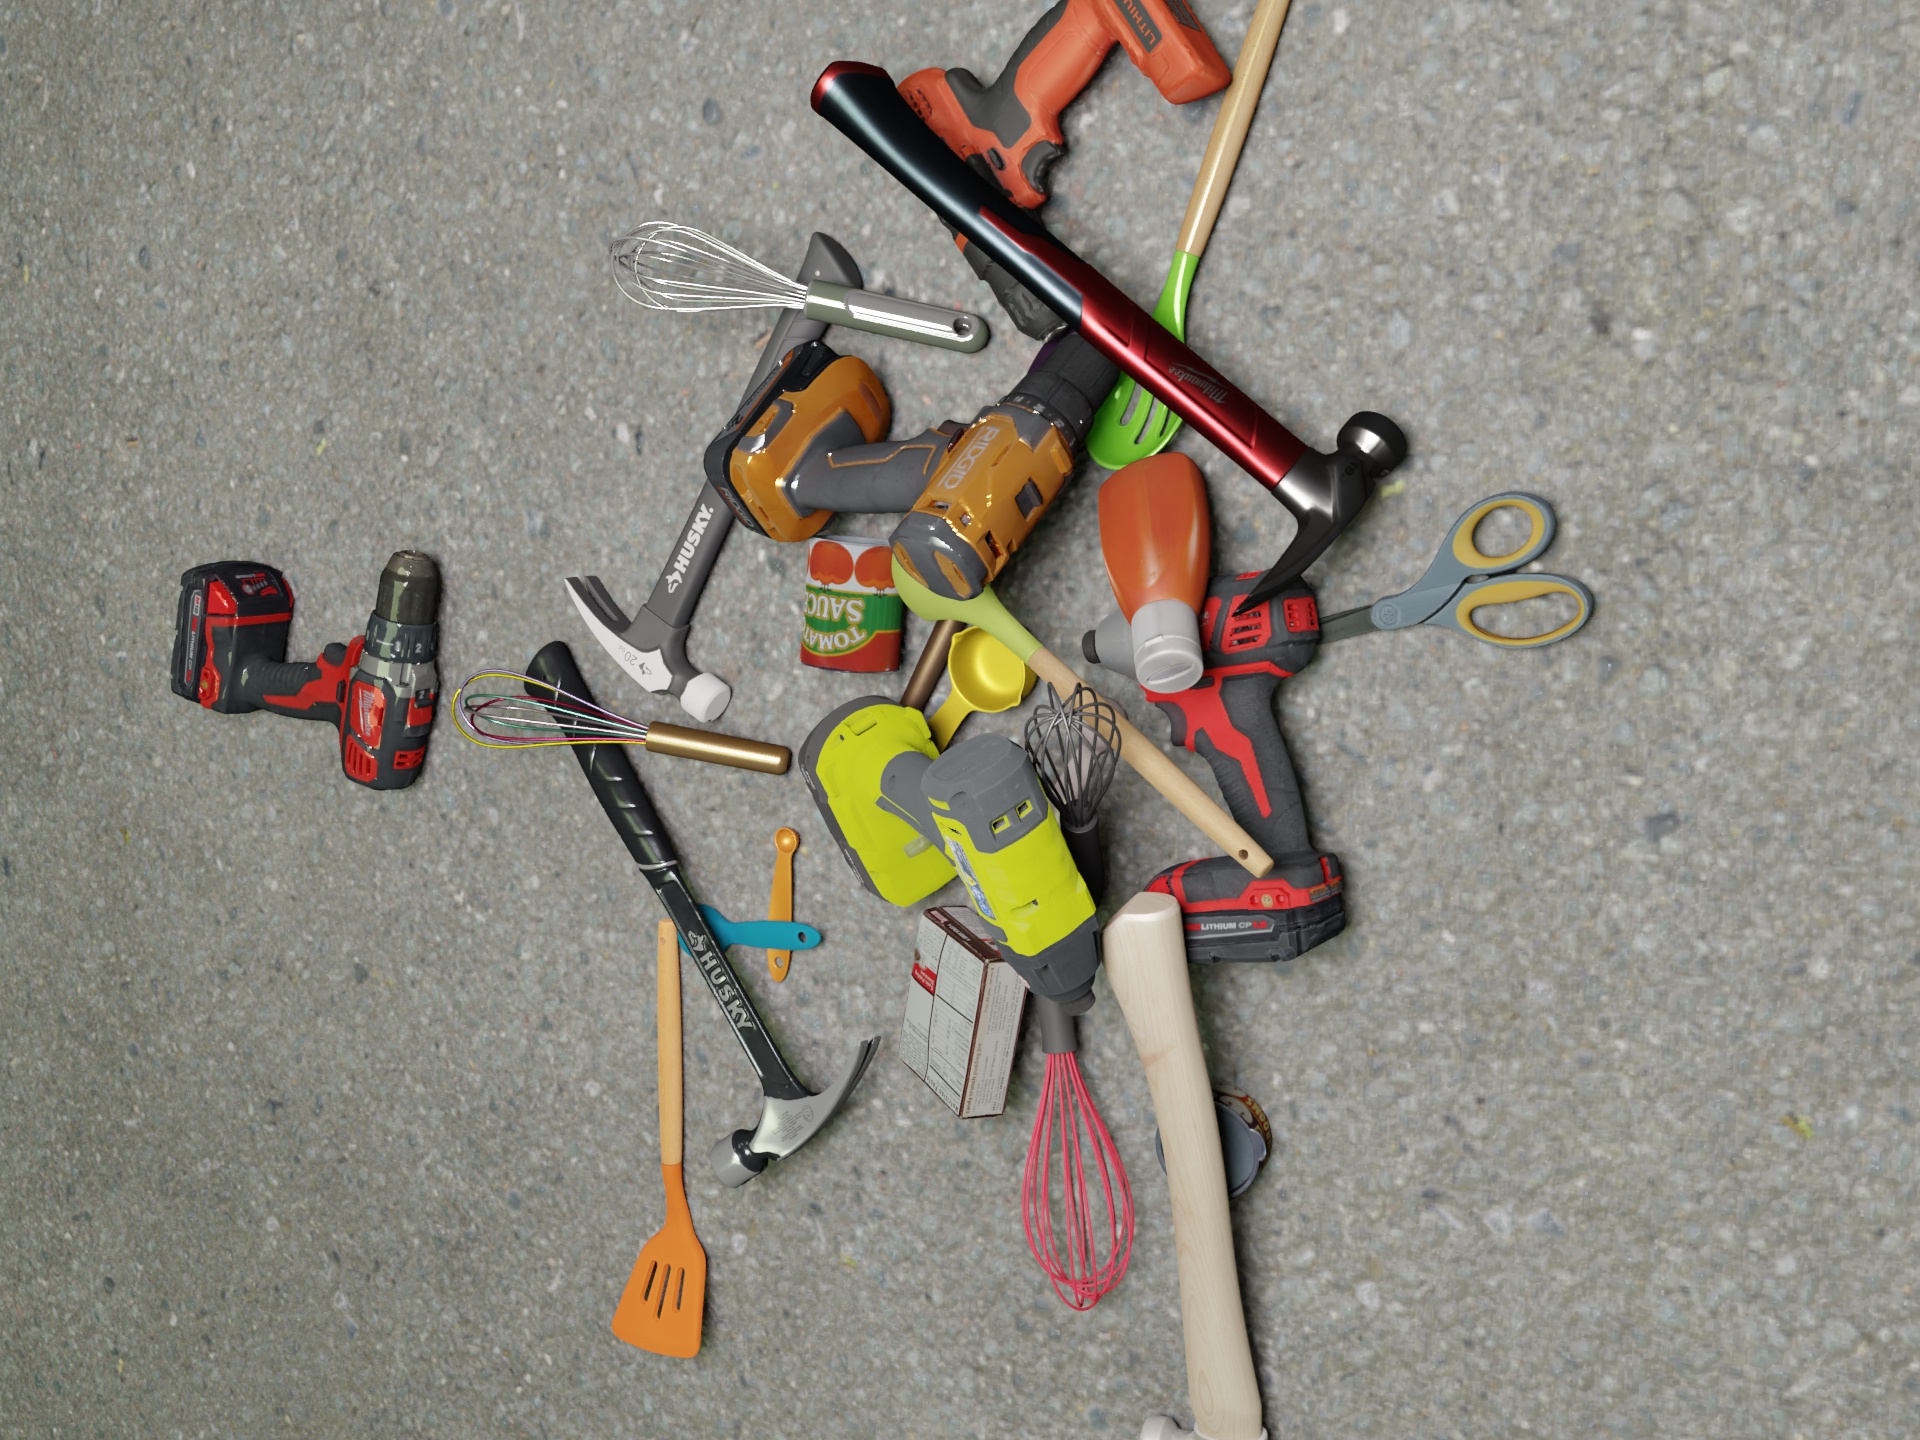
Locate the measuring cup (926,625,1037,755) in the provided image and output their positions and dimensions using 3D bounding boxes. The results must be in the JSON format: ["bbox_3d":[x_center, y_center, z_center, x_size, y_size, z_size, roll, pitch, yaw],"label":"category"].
[{"bbox_3d":[-0.002,-0.003,1.042,0.062,0.029,0.156,47,126,13],"label":"measuring cup"}]

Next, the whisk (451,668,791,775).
[{"bbox_3d":[-0.240,0.011,1.116,0.245,0.047,0.051,10,142,5],"label":"whisk"}]

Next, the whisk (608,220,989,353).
[{"bbox_3d":[-0.102,-0.268,1.001,0.246,0.059,0.058,13,78,2],"label":"whisk"}]

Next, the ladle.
[{"bbox_3d":[0.069,-0.021,0.934,0.320,0.062,0.078,45,114,26],"label":"ladle"}]

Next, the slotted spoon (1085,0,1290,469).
[{"bbox_3d":[0.142,-0.296,0.922,0.070,0.031,0.313,29,108,39],"label":"slotted spoon"}]

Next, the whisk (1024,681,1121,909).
[{"bbox_3d":[0.067,0.054,0.925,0.055,0.238,0.055,-3,56,5],"label":"whisk"}]

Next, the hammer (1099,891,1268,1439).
[{"bbox_3d":[0.152,0.294,0.945,0.146,0.038,0.410,-2,110,26],"label":"hammer"}]

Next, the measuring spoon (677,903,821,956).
[{"bbox_3d":[-0.155,0.154,1.131,0.129,0.021,0.042,-3,98,33],"label":"measuring spoon"}]

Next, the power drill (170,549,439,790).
[{"bbox_3d":[-0.507,-0.063,1.256,0.227,0.080,0.188,19,105,20],"label":"power drill"}]

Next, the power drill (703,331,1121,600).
[{"bbox_3d":[-0.025,-0.172,0.957,0.226,0.084,0.185,19,64,40],"label":"power drill"}]

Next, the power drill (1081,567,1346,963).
[{"bbox_3d":[0.146,0.027,0.936,0.143,0.078,0.219,-7,91,34],"label":"power drill"}]

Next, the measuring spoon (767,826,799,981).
[{"bbox_3d":[-0.124,0.131,1.127,0.021,0.011,0.117,14,107,31],"label":"measuring spoon"}]

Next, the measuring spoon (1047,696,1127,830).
[{"bbox_3d":[0.069,0.041,1.011,0.034,0.018,0.124,32,111,19],"label":"measuring spoon"}]

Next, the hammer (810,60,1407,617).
[{"bbox_3d":[0.059,-0.225,0.883,0.386,0.038,0.143,41,71,4],"label":"hammer"}]

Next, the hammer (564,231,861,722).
[{"bbox_3d":[-0.159,-0.174,1.087,0.146,0.035,0.334,36,111,17],"label":"hammer"}]

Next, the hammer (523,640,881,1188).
[{"bbox_3d":[-0.203,0.116,1.129,0.149,0.036,0.409,-37,74,18],"label":"hammer"}]

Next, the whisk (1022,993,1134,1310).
[{"bbox_3d":[0.066,0.230,1.017,0.073,0.073,0.296,-7,90,27],"label":"whisk"}]

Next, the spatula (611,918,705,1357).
[{"bbox_3d":[-0.220,0.308,1.182,0.081,0.041,0.322,4,98,27],"label":"spatula"}]

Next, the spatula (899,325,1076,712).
[{"bbox_3d":[0.015,-0.111,1.016,0.060,0.018,0.315,42,116,38],"label":"spatula"}]

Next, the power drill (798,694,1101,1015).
[{"bbox_3d":[-0.003,0.075,0.941,0.223,0.080,0.171,24,142,60],"label":"power drill"}]
